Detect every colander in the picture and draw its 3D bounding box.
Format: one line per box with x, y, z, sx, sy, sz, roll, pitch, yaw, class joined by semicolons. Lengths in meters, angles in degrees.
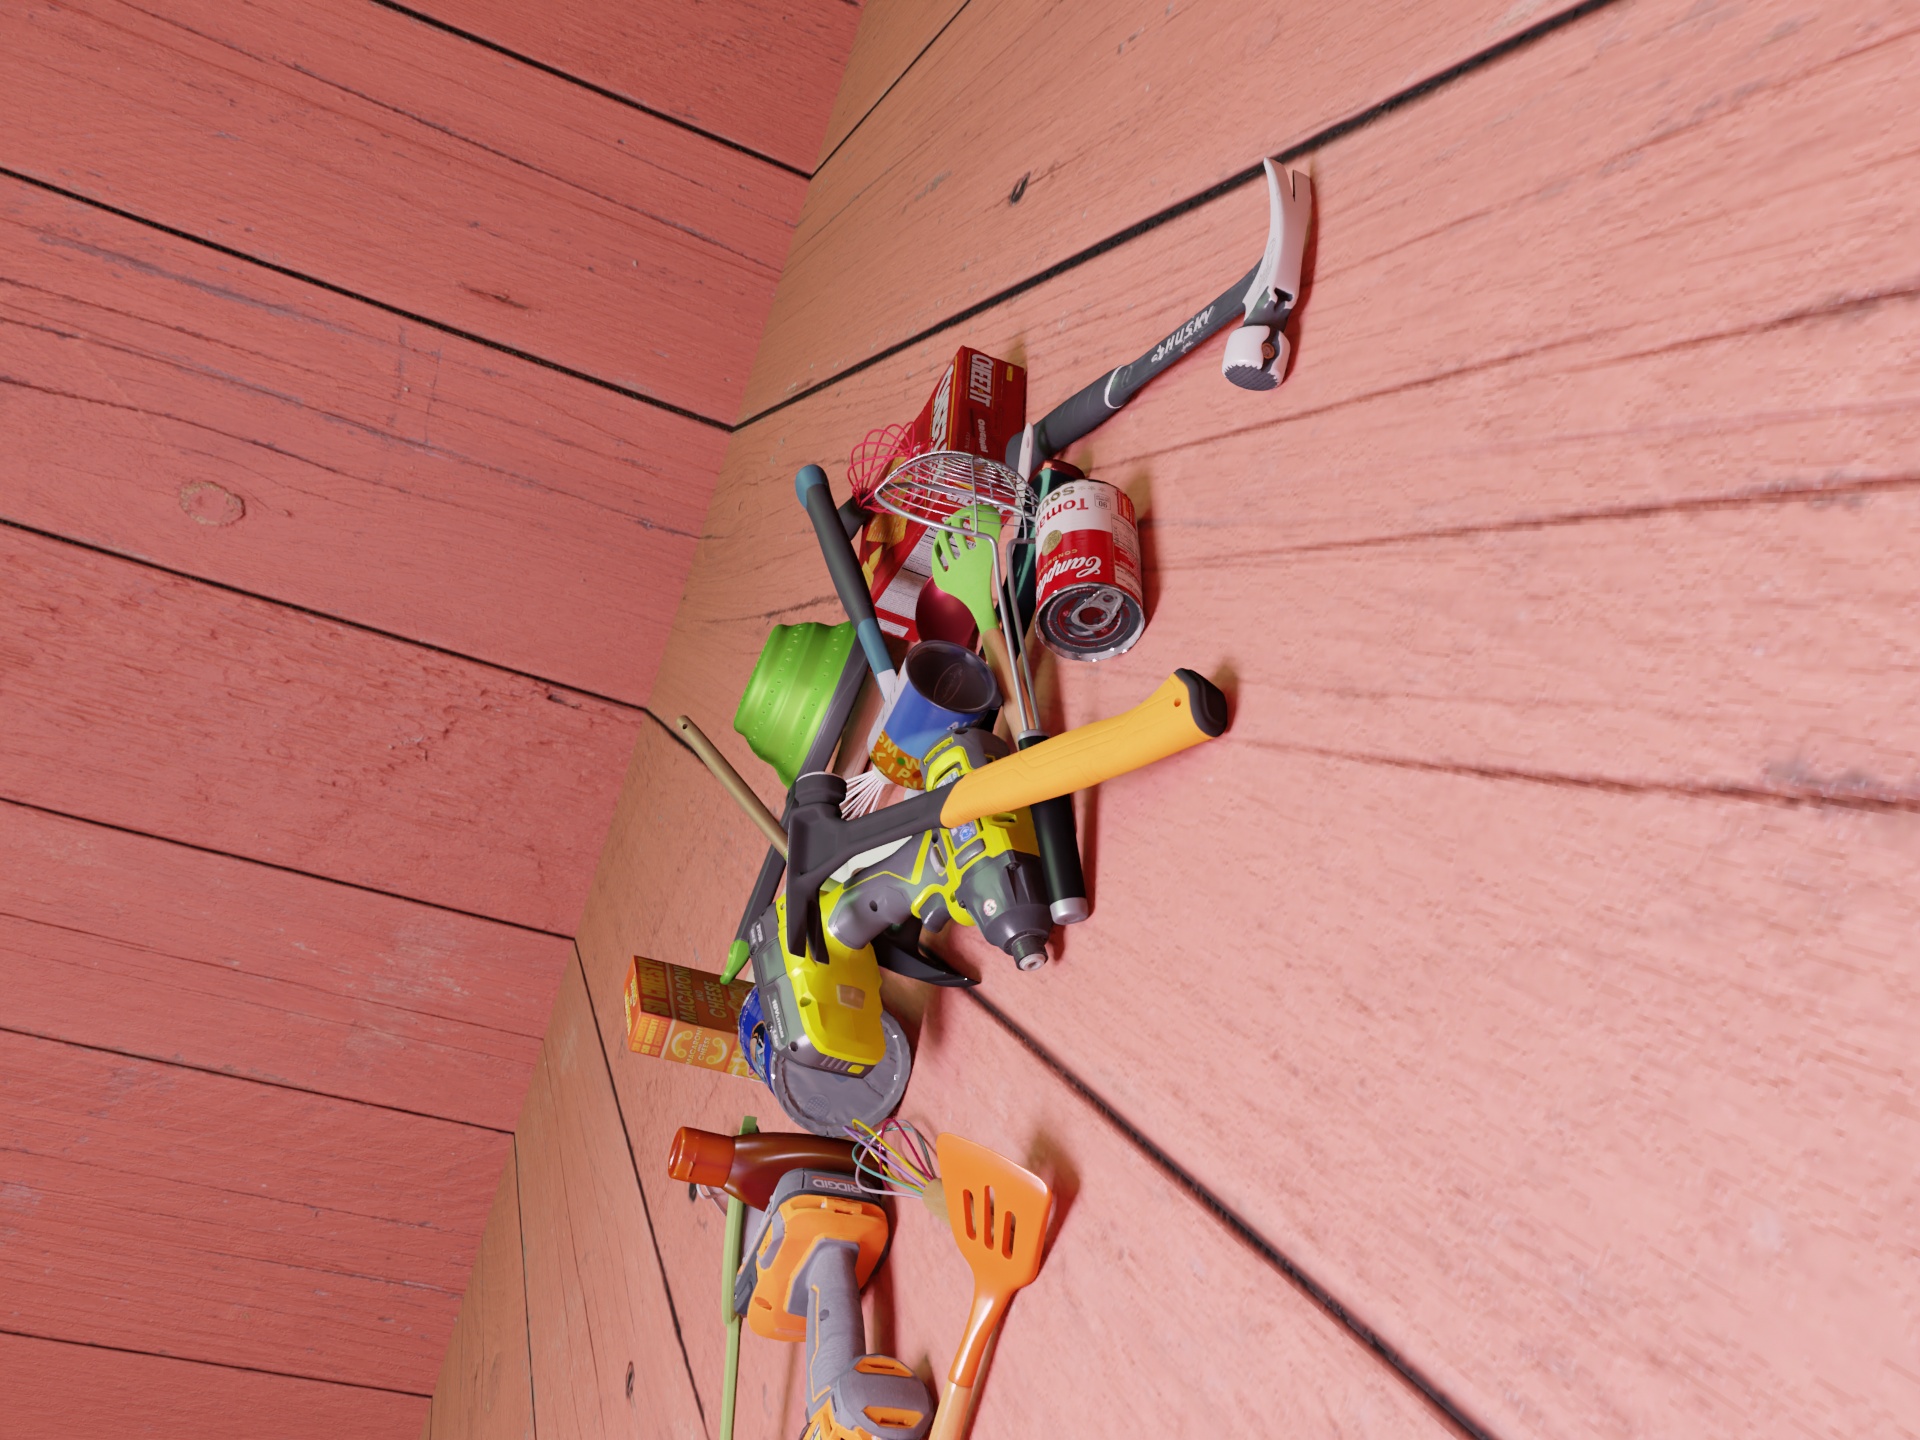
-0.177;0.045;1.466;0.204;0.094;0.397;129;162;-63;colander

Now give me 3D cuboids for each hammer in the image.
0.021;-0.003;1.138;0.143;0.038;0.386;13;82;54;hammer
0.015;0.049;0.947;0.337;0.034;0.127;-23;55;39;hammer
-0.079;-0.083;1.298;0.128;0.033;0.331;88;163;-54;hammer
-0.145;0.146;1.517;0.146;0.038;0.410;-119;49;-64;hammer
0.119;-0.242;1.097;0.409;0.036;0.149;161;125;-68;hammer

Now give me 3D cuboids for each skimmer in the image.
0.025;-0.030;1.045;0.090;0.127;0.364;-46;47;51;skimmer

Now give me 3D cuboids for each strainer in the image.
-0.249;0.434;1.555;0.087;0.050;0.258;61;161;1;strainer
-0.140;0.430;1.185;0.151;0.069;0.257;98;174;-63;strainer

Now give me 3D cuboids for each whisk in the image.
-0.069;0.047;1.371;0.246;0.059;0.058;-45;69;48;whisk
-0.079;-0.195;1.376;0.296;0.073;0.073;157;128;-73;whisk
-0.020;0.298;1.015;0.245;0.051;0.047;-177;83;-67;whisk

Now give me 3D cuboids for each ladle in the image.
-0.165;0.092;1.361;0.078;0.062;0.320;-45;58;0;ladle
-0.002;-0.004;1.245;0.069;0.031;0.316;-33;40;27;ladle

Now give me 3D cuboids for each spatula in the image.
-0.012;0.392;0.886;0.081;0.041;0.322;16;92;37;spatula

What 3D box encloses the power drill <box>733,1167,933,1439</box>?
-0.091;0.425;1.035;0.164;0.084;0.227;-66;23;21;power drill

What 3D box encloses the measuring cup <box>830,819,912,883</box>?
-0.076;0.114;1.348;0.167;0.038;0.083;-17;82;47;measuring cup

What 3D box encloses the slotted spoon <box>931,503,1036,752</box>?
0.029;-0.042;1.097;0.070;0.031;0.314;-40;46;25;slotted spoon

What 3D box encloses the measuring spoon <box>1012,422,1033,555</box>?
0.053;-0.163;1.208;0.034;0.018;0.124;-155;69;-71;measuring spoon

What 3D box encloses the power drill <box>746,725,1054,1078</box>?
-0.035;0.132;1.044;0.223;0.080;0.171;-41;47;26;power drill
